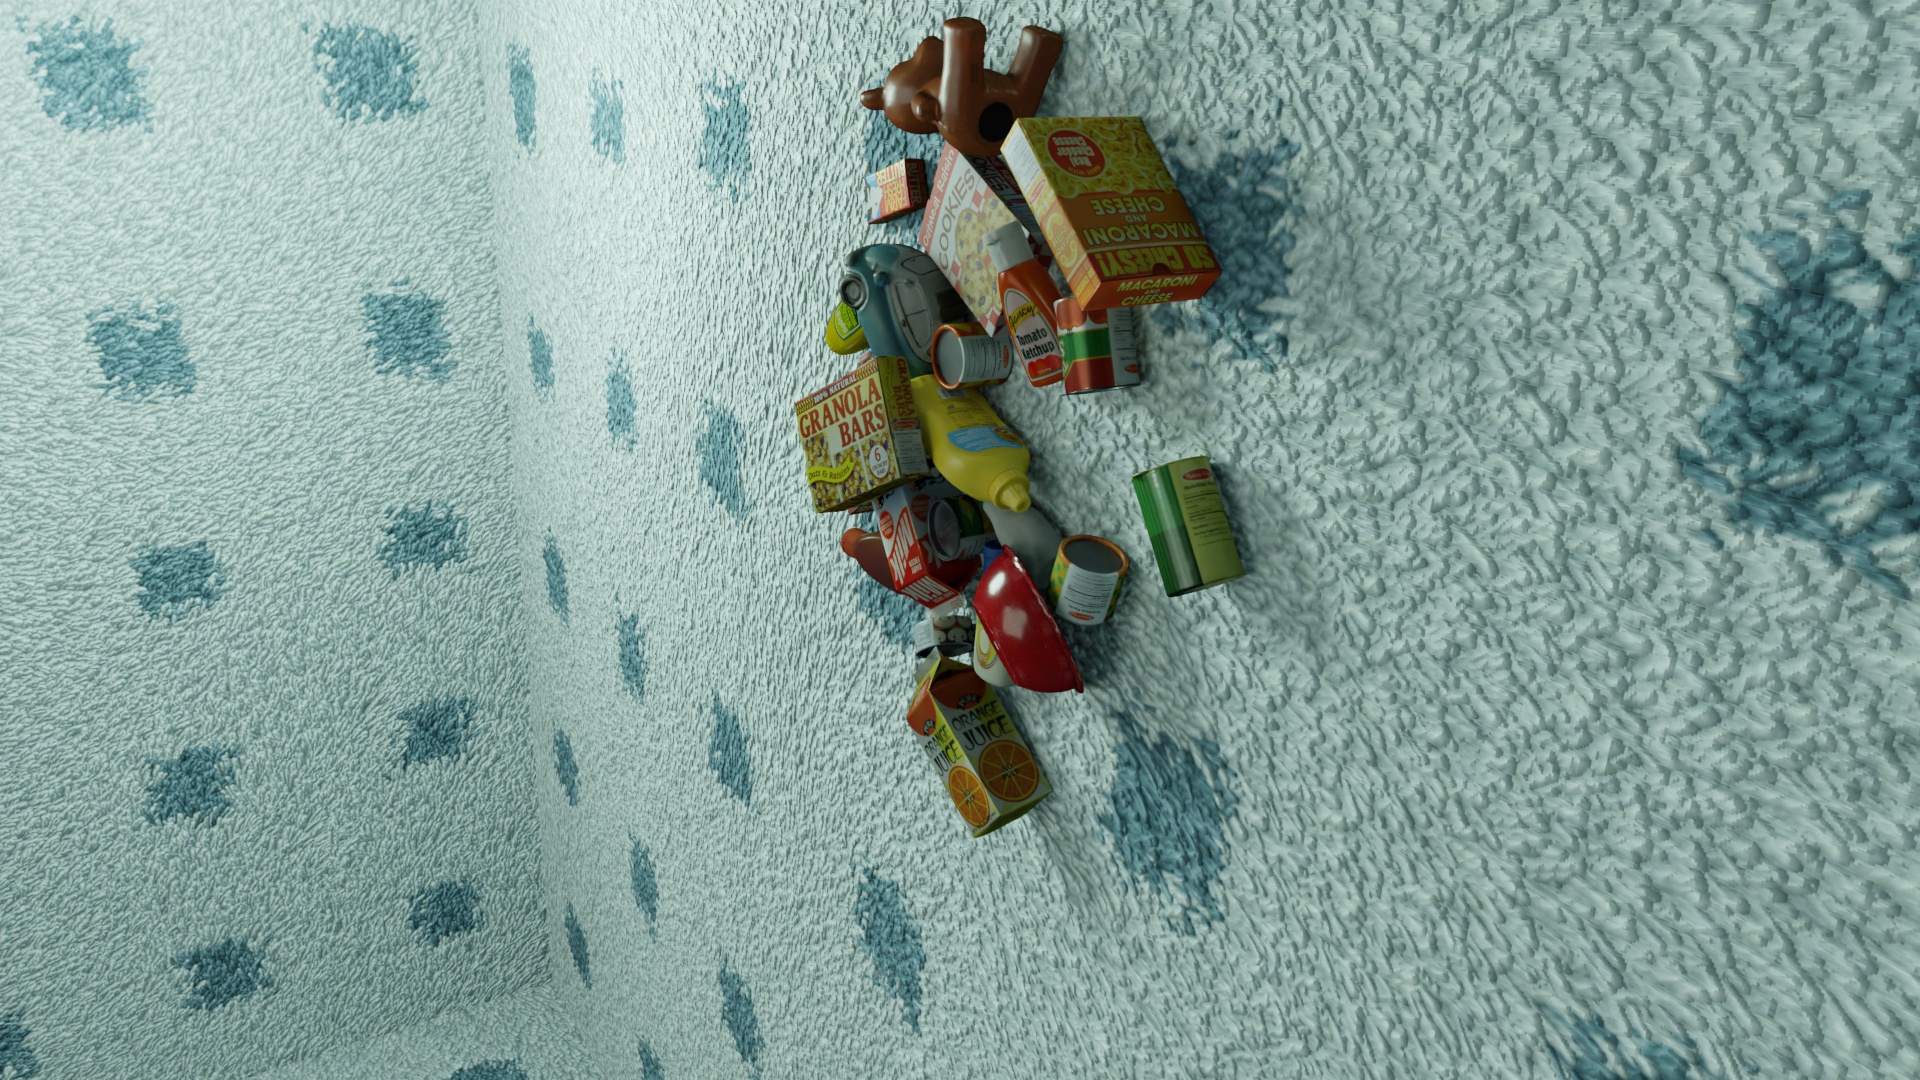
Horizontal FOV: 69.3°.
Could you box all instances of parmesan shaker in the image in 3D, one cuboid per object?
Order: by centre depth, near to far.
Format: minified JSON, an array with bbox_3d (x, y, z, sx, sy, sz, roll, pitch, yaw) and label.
[{"bbox_3d":[0.184,-0.010,1.141,0.071,0.071,0.103,-29,73,58],"label":"parmesan shaker"}]

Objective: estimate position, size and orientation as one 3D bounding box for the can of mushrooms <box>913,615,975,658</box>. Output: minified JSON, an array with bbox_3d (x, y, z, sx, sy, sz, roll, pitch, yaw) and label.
[{"bbox_3d":[-0.016,0.106,1.517,0.070,0.071,0.033,-38,56,56],"label":"can of mushrooms"}]

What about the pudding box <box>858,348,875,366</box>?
[{"bbox_3d":[-0.081,-0.199,1.571,0.083,0.030,0.049,-22,79,59],"label":"pudding box"}]

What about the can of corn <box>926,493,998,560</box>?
[{"bbox_3d":[0.005,-0.018,1.451,0.071,0.058,0.071,25,120,54],"label":"can of corn"}]

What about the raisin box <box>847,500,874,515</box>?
[{"bbox_3d":[-0.100,-0.097,1.577,0.040,0.086,0.123,-33,70,56],"label":"raisin box"}]

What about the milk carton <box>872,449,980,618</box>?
[{"bbox_3d":[-0.038,-0.012,1.510,0.072,0.074,0.191,-31,71,55],"label":"milk carton"}]

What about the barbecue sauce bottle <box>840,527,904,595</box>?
[{"bbox_3d":[-0.094,0.017,1.644,0.148,0.044,0.064,23,118,56],"label":"barbecue sauce bottle"}]

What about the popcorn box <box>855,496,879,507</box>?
[{"bbox_3d":[-0.098,-0.092,1.476,0.126,0.038,0.085,-28,75,50],"label":"popcorn box"}]

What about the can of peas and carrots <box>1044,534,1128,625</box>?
[{"bbox_3d":[0.116,0.034,1.276,0.071,0.071,0.058,49,137,41],"label":"can of peas and carrots"}]

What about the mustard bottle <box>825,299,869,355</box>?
[{"bbox_3d":[-0.120,-0.249,1.603,0.159,0.049,0.065,-34,68,57],"label":"mustard bottle"}]

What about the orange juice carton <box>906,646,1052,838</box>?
[{"bbox_3d":[0.008,0.208,1.473,0.193,0.073,0.071,59,144,17],"label":"orange juice carton"}]

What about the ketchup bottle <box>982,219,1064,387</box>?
[{"bbox_3d":[0.065,-0.216,1.266,0.064,0.044,0.148,-13,105,47],"label":"ketchup bottle"}]

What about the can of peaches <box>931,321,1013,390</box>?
[{"bbox_3d":[0.010,-0.186,1.395,0.071,0.058,0.071,24,119,54],"label":"can of peaches"}]

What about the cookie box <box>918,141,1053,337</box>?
[{"bbox_3d":[0.023,-0.298,1.357,0.168,0.040,0.122,57,143,34],"label":"cookie box"}]

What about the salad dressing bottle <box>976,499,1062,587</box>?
[{"bbox_3d":[0.055,-0.018,1.384,0.148,0.044,0.064,55,151,37],"label":"salad dressing bottle"}]

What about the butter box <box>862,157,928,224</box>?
[{"bbox_3d":[-0.072,-0.378,1.508,0.103,0.024,0.053,1,99,59],"label":"butter box"}]

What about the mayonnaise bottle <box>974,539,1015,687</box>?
[{"bbox_3d":[0.041,0.074,1.436,0.065,0.041,0.147,27,122,56],"label":"mayonnaise bottle"}]

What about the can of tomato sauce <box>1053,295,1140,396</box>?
[{"bbox_3d":[0.117,-0.171,1.209,0.071,0.071,0.083,-2,96,59],"label":"can of tomato sauce"}]

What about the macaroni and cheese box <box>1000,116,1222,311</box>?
[{"bbox_3d":[0.121,-0.267,1.120,0.167,0.124,0.040,66,148,21],"label":"macaroni and cheese box"}]

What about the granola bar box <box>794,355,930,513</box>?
[{"bbox_3d":[-0.104,-0.105,1.417,0.165,0.039,0.124,-20,79,51],"label":"granola bar box"}]
